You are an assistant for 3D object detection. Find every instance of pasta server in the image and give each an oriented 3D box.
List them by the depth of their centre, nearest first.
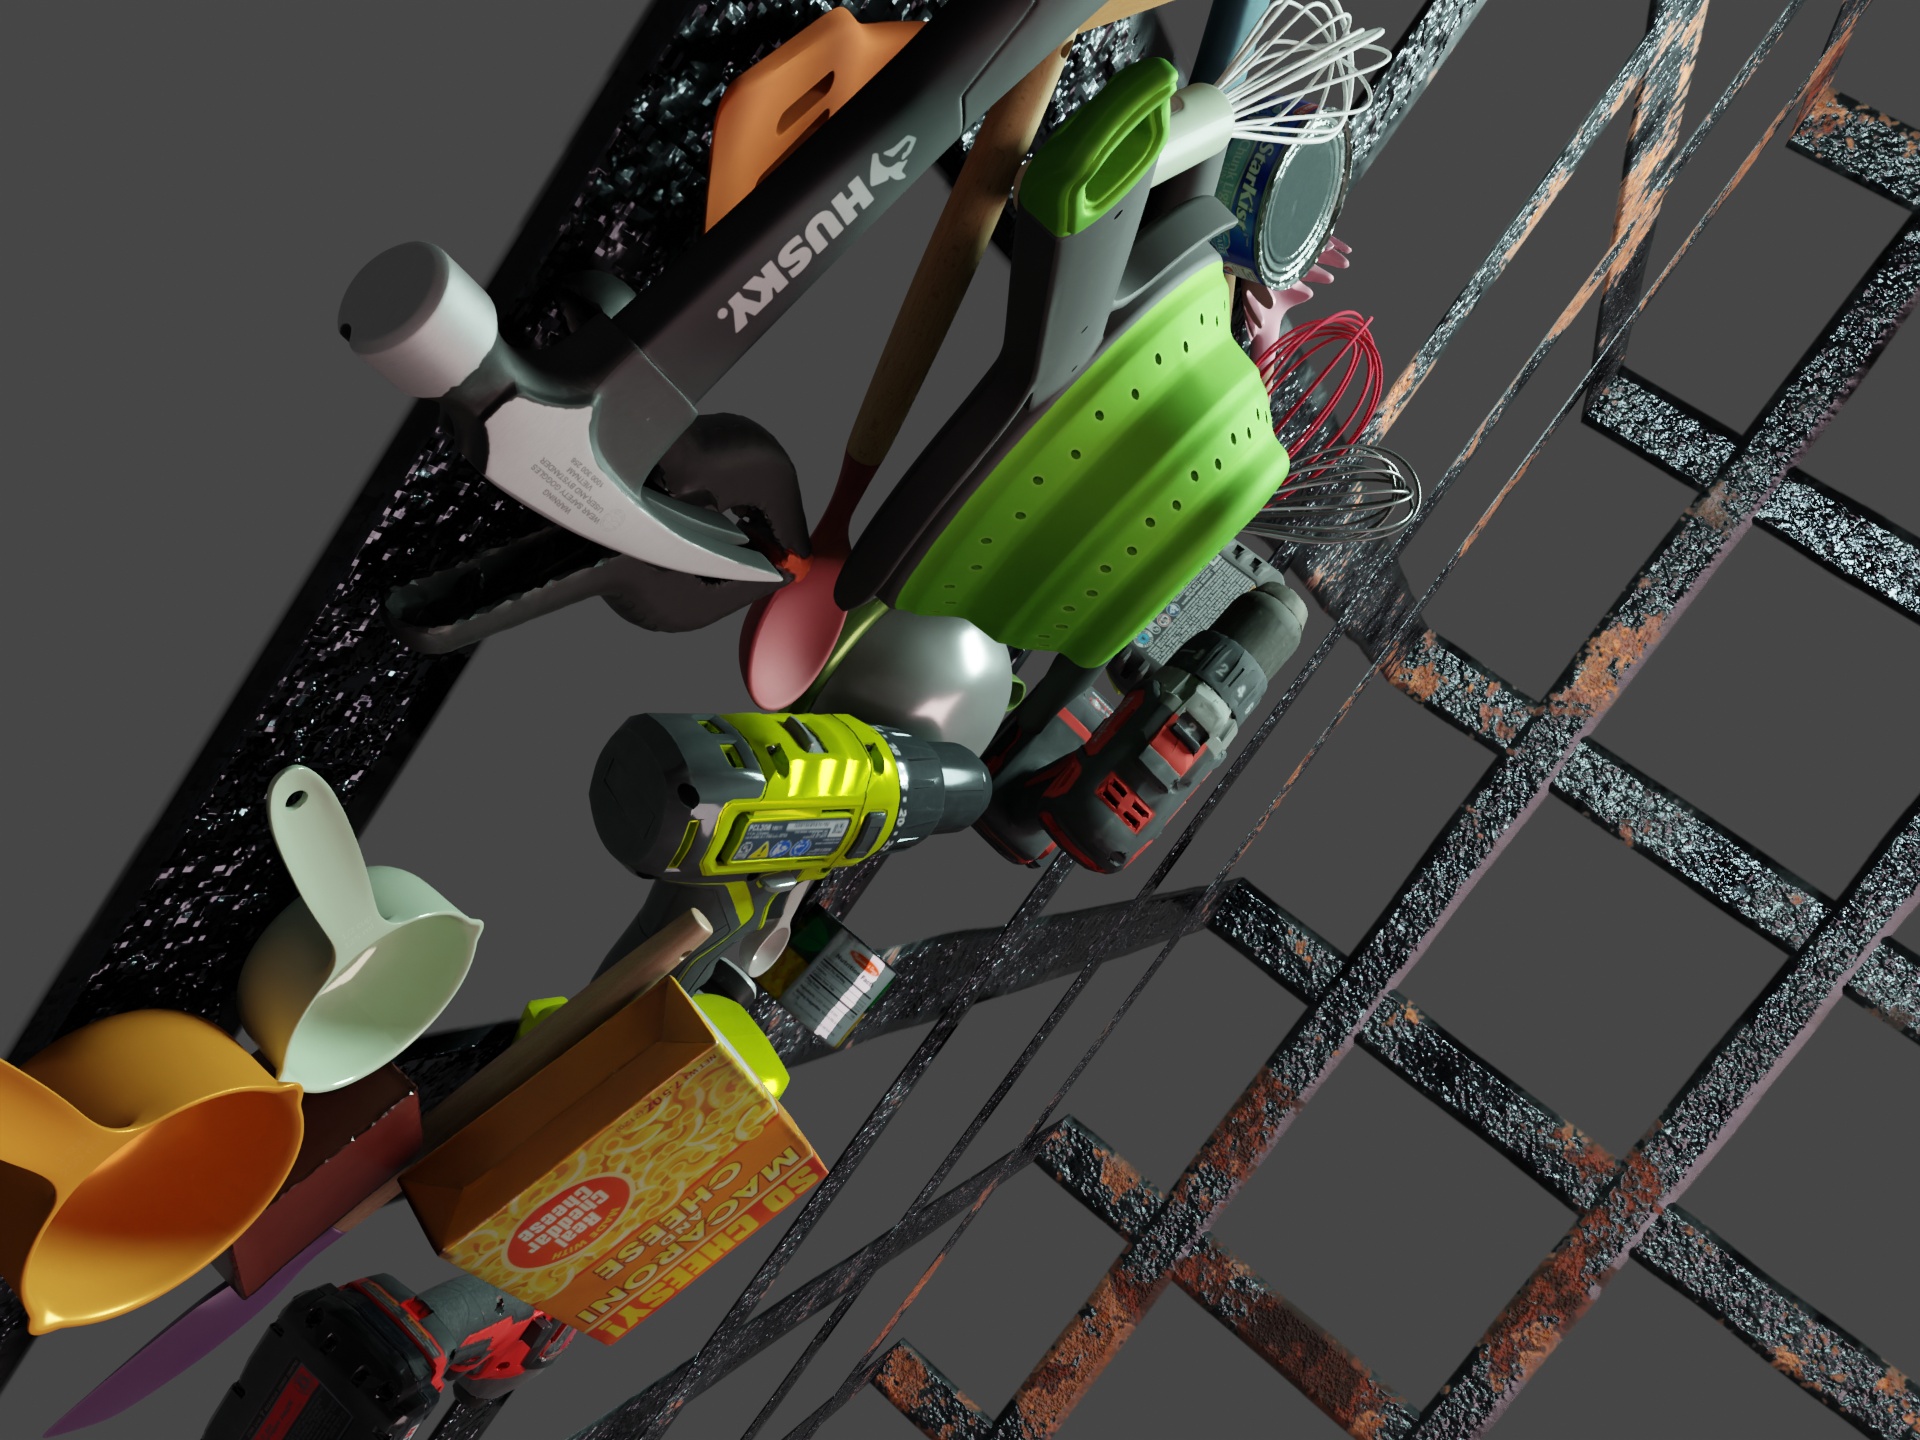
[{"bbox_3d":[0.187,-0.202,0.973,0.060,0.040,0.316,-36,161,-7],"label":"pasta server"}]

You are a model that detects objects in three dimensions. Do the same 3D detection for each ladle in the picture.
[{"bbox_3d":[-0.025,-0.113,0.564,0.069,0.031,0.315,-43,169,-44],"label":"ladle"}]

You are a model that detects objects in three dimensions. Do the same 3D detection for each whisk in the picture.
[{"bbox_3d":[0.089,-0.214,0.560,0.246,0.058,0.059,-41,124,-43],"label":"whisk"},{"bbox_3d":[0.127,-0.109,0.817,0.239,0.055,0.055,-7,146,-14],"label":"whisk"},{"bbox_3d":[0.131,-0.106,0.883,0.296,0.073,0.073,-50,163,6],"label":"whisk"}]

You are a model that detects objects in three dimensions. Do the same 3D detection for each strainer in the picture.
[{"bbox_3d":[-0.001,-0.003,0.827,0.151,0.069,0.256,-57,160,13],"label":"strainer"}]

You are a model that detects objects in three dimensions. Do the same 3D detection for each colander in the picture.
[{"bbox_3d":[0.055,-0.091,0.517,0.204,0.094,0.397,-46,178,-2],"label":"colander"}]

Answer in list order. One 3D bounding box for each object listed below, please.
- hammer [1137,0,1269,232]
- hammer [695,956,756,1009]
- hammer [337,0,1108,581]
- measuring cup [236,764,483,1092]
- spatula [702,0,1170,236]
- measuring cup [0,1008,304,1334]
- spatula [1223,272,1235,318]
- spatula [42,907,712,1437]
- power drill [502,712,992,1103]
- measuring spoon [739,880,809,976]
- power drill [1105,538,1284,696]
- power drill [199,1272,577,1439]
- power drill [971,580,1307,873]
[{"bbox_3d":[0.102,-0.253,0.669,0.128,0.033,0.330,-39,158,-33],"label":"hammer"},{"bbox_3d":[-0.172,0.259,0.963,0.127,0.034,0.336,-44,161,-27],"label":"hammer"},{"bbox_3d":[0.006,-0.173,0.422,0.335,0.035,0.146,-44,146,1],"label":"hammer"},{"bbox_3d":[-0.201,0.056,0.500,0.083,0.038,0.167,-42,157,-31],"label":"measuring cup"},{"bbox_3d":[0.041,-0.223,0.511,0.322,0.041,0.081,-31,160,-27],"label":"spatula"},{"bbox_3d":[-0.255,0.108,0.443,0.095,0.052,0.173,-46,155,-21],"label":"measuring cup"},{"bbox_3d":[0.127,-0.167,0.918,0.082,0.044,0.317,-44,156,-23],"label":"spatula"},{"bbox_3d":[-0.220,0.176,0.615,0.316,0.018,0.059,-39,164,3],"label":"spatula"},{"bbox_3d":[-0.096,0.093,0.704,0.190,0.080,0.228,1,127,-46],"label":"power drill"},{"bbox_3d":[-0.093,0.084,0.867,0.034,0.018,0.124,-10,128,-65],"label":"measuring spoon"},{"bbox_3d":[0.164,-0.042,1.167,0.171,0.080,0.223,-47,166,-14],"label":"power drill"},{"bbox_3d":[-0.260,0.317,0.793,0.143,0.078,0.219,-56,165,11],"label":"power drill"},{"bbox_3d":[0.095,0.006,0.919,0.188,0.080,0.227,-47,-172,-15],"label":"power drill"}]
